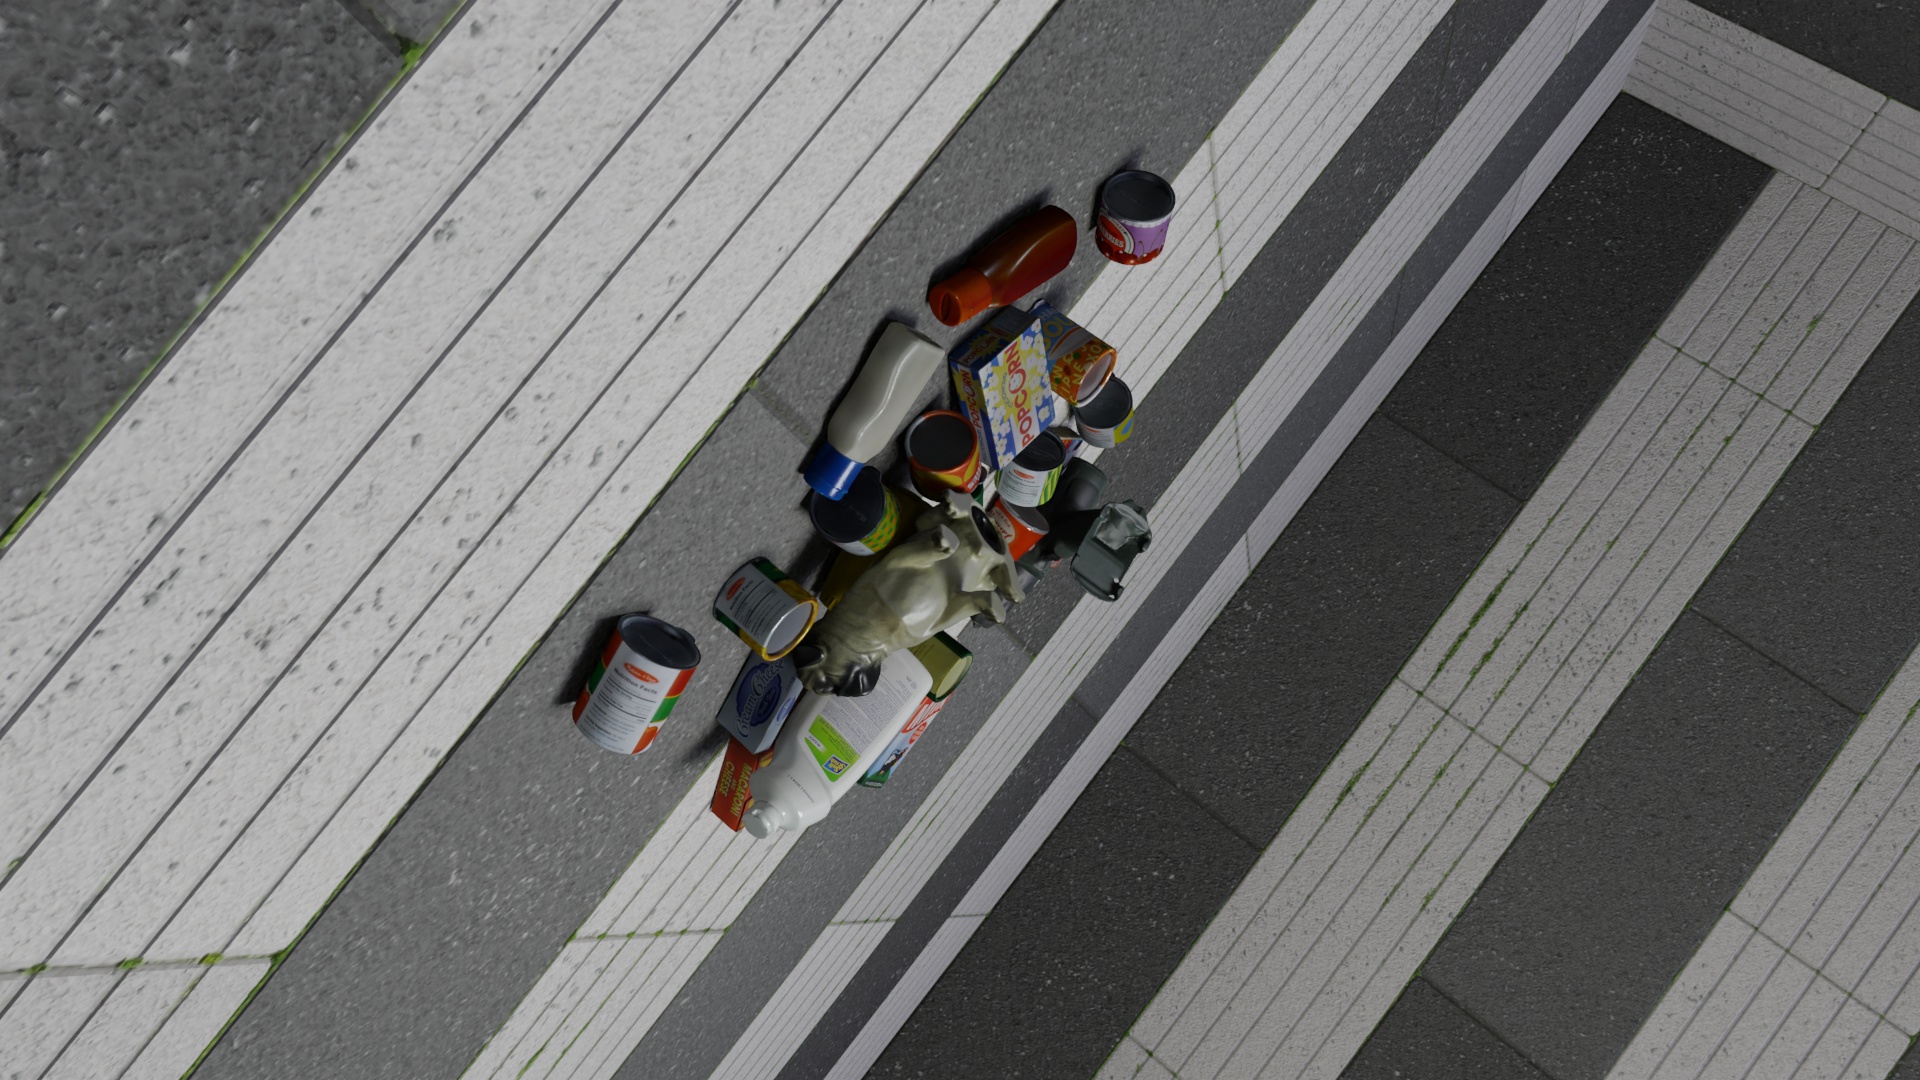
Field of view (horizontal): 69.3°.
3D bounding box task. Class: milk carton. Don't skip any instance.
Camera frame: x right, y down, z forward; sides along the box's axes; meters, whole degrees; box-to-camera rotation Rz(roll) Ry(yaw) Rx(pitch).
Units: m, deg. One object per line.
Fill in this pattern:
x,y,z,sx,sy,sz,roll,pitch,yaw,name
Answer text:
-0.070,0.181,1.561,0.190,0.073,0.072,-53,161,-1,milk carton

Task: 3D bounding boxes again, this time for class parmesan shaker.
-0.047,0.116,1.454,0.071,0.103,0.071,-45,160,-21,parmesan shaker

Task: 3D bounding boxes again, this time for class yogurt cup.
0.056,-0.014,1.532,0.053,0.072,0.072,-51,163,19,yogurt cup

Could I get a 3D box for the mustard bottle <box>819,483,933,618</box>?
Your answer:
-0.088,0.023,1.277,0.160,0.049,0.065,-54,156,5,mustard bottle

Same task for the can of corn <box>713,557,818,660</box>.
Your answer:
-0.159,0.058,1.153,0.071,0.058,0.071,-45,160,-22,can of corn

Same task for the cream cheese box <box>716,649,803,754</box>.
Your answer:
-0.177,0.138,1.261,0.024,0.053,0.103,-10,134,-61,cream cheese box

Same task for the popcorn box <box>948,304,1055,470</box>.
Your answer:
0.040,-0.137,1.261,0.085,0.038,0.126,-43,143,-25,popcorn box

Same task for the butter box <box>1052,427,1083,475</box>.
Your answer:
0.098,-0.098,1.541,0.053,0.024,0.104,-60,161,17,butter box

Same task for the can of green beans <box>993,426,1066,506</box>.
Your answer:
0.072,-0.077,1.449,0.071,0.071,0.057,-39,157,-35,can of green beans

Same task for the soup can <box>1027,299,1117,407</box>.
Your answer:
0.096,-0.176,1.303,0.071,0.084,0.071,-45,159,-22,soup can

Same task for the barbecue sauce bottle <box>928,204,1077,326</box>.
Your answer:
0.036,-0.222,1.142,0.149,0.044,0.064,-38,156,-36,barbecue sauce bottle

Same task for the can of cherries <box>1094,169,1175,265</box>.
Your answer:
0.156,-0.293,1.268,0.072,0.071,0.058,-44,160,-26,can of cherries

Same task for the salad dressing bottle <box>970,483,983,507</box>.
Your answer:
0.005,-0.018,1.431,0.064,0.044,0.147,-45,159,-21,salad dressing bottle

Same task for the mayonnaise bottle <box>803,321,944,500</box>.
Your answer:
-0.072,-0.102,1.107,0.148,0.041,0.065,-56,160,11,mayonnaise bottle

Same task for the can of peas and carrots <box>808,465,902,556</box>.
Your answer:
-0.086,-0.026,1.168,0.071,0.071,0.058,-52,162,-2,can of peas and carrots

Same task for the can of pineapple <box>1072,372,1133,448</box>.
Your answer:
0.160,-0.144,1.539,0.071,0.071,0.057,-50,161,-10,can of pineapple

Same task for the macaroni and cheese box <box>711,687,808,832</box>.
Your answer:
-0.172,0.209,1.419,0.167,0.040,0.123,-33,152,-46,macaroni and cheese box

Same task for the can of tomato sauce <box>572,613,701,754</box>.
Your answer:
-0.241,0.107,1.036,0.083,0.071,0.071,-58,161,17,can of tomato sauce

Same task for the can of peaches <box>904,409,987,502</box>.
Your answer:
-0.013,-0.076,1.245,0.071,0.071,0.057,-47,159,-17,can of peaches
